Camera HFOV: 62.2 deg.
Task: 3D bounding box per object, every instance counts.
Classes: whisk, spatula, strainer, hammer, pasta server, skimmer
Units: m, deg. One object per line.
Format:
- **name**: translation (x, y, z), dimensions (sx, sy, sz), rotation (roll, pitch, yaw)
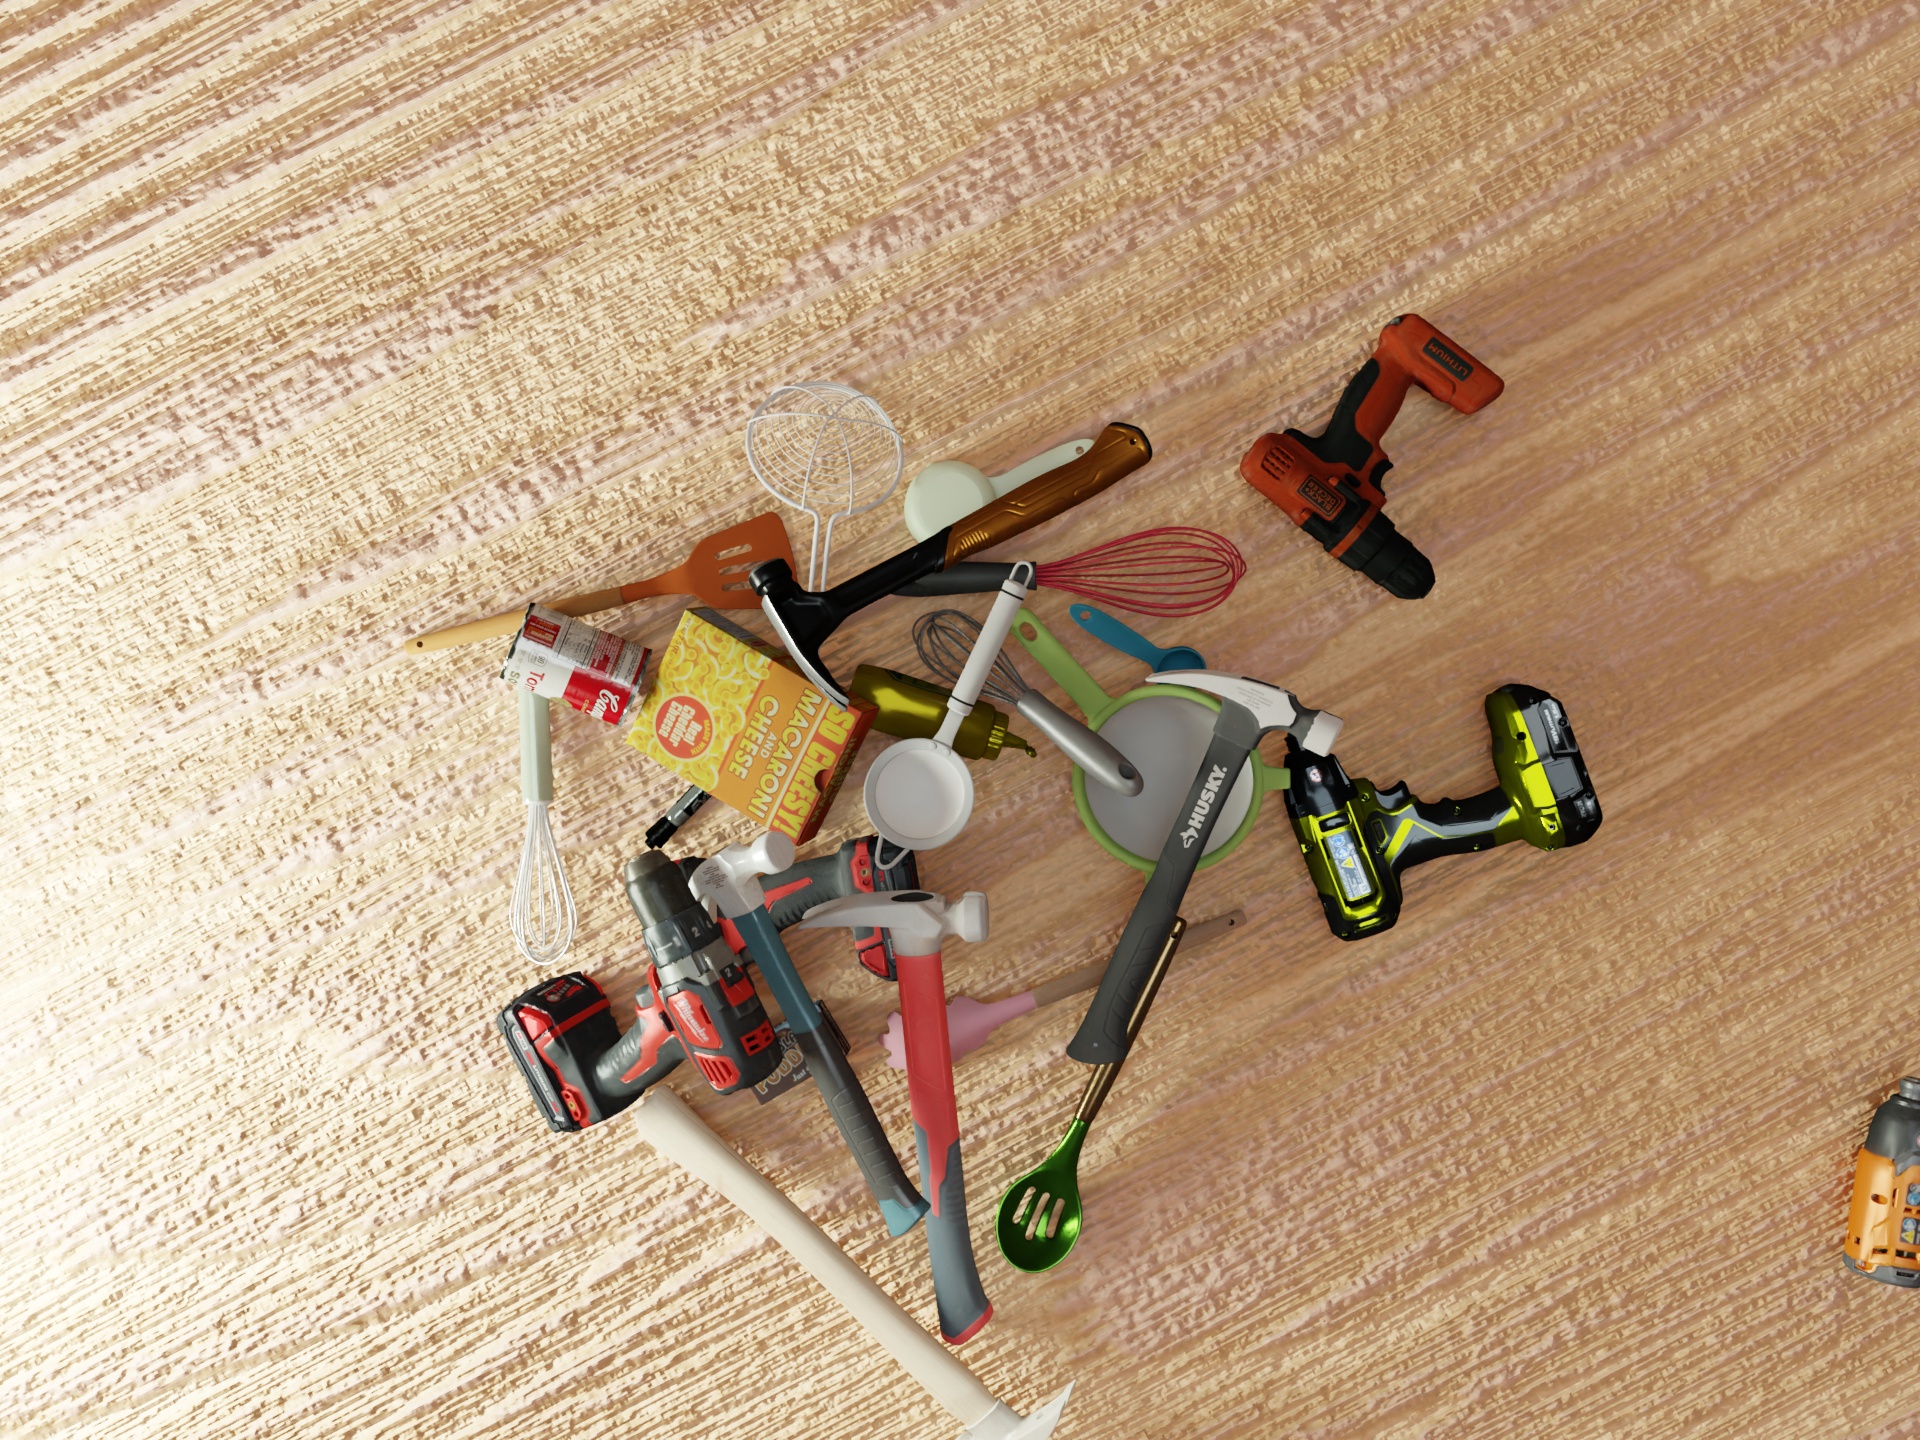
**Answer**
- **whisk**: translation (-0.341, 0.074, 1.285), dimensions (0.059, 0.057, 0.246), rotation (-5, 86, 24)
- **spatula**: translation (-0.294, -0.096, 1.293), dimensions (0.322, 0.041, 0.081), rotation (-13, 93, 4)
- **strainer**: translation (0.133, 0.005, 1.275), dimensions (0.151, 0.069, 0.256), rotation (-44, 82, 16)
- **hammer**: translation (0.158, 0.118, 1.227), dimensions (0.146, 0.035, 0.334), rotation (25, 103, 11)
- **hammer**: translation (-0.034, 0.316, 1.244), dimensions (0.143, 0.038, 0.386), rotation (-3, 107, 7)
- **hammer**: translation (0.011, -0.137, 1.234), dimensions (0.337, 0.034, 0.127), rotation (-30, 80, -15)
- **whisk**: translation (0.051, -0.014, 1.239), dimensions (0.239, 0.055, 0.055), rotation (39, 91, 27)
- **pasta server**: translation (0.084, 0.216, 1.298), dimensions (0.316, 0.040, 0.060), rotation (-21, 91, -4)
- **hammer**: translation (-0.108, 0.243, 1.200), dimensions (0.128, 0.033, 0.331), rotation (-20, 100, 41)
- **strainer**: translation (-0.002, -0.004, 1.222), dimensions (0.087, 0.050, 0.258), rotation (26, 97, 8)
- **skimmer**: translation (-0.121, -0.090, 1.288), dimensions (0.127, 0.090, 0.363), rotation (4, 102, -14)
- **whisk**: translation (0.080, -0.116, 1.275), dimensions (0.296, 0.073, 0.073), rotation (-1, 91, 5)
- **hammer**: translation (-0.094, 0.435, 1.269), dimensions (0.410, 0.038, 0.146), rotation (42, 125, 3)

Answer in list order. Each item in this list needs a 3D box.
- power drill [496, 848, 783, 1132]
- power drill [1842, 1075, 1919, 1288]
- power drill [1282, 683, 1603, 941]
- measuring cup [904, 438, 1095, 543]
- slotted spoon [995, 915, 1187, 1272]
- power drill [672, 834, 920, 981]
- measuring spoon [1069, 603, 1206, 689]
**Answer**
- **power drill**: translation (-0.252, 0.210, 1.213), dimensions (0.226, 0.080, 0.188), rotation (-25, 92, 35)
- **power drill**: translation (0.837, 0.380, 1.275), dimensions (0.226, 0.084, 0.164), rotation (8, 91, 4)
- **power drill**: translation (0.376, 0.059, 1.270), dimensions (0.223, 0.080, 0.171), rotation (-20, 91, 3)
- **measuring cup**: translation (0.033, -0.191, 1.281), dimensions (0.167, 0.038, 0.083), rotation (-24, 91, 2)
- **slotted spoon**: translation (0.112, 0.301, 1.287), dimensions (0.070, 0.031, 0.314), rotation (25, 95, -1)
- **power drill**: translation (-0.140, 0.169, 1.272), dimensions (0.219, 0.078, 0.143), rotation (-9, 91, 3)
- **measuring spoon**: translation (0.141, -0.064, 1.280), dimensions (0.128, 0.021, 0.042), rotation (29, 112, -16)
